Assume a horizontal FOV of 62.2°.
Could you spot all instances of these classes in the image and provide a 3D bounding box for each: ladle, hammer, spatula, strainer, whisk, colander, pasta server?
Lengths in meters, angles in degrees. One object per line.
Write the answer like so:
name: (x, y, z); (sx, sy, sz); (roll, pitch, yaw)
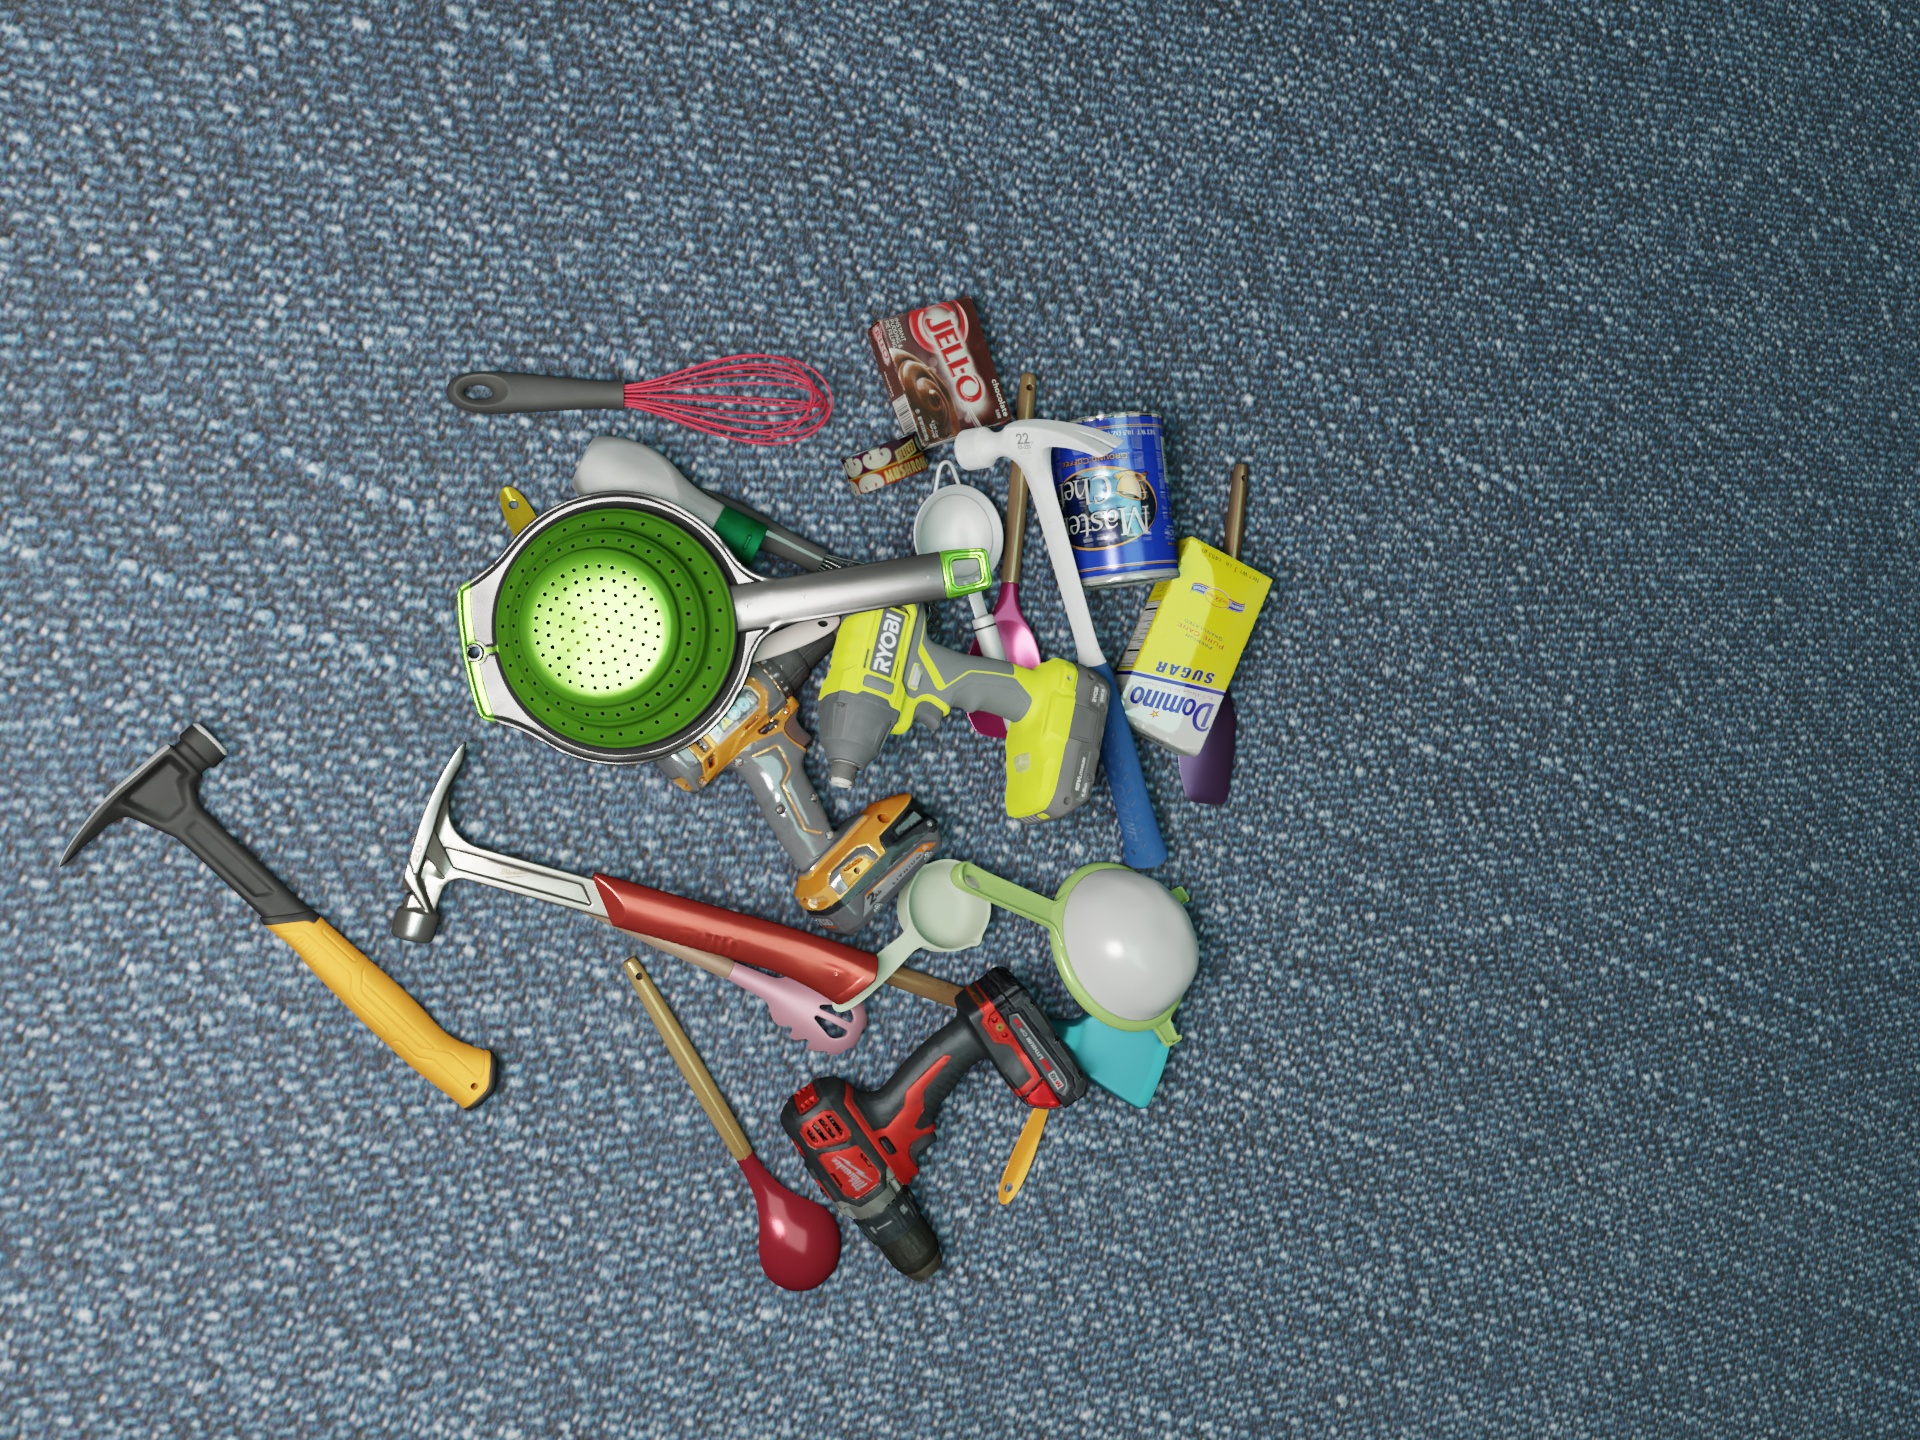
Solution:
ladle: (-0.183, 0.321, 1.257); (0.069, 0.031, 0.315); (-32, 100, -21)
hammer: (0.112, -0.058, 1.334); (0.035, 0.144, 0.405); (-39, 119, -44)
spatula: (0.032, 0.245, 1.346); (0.317, 0.044, 0.082); (22, 83, -21)
strainer: (0.112, 0.164, 1.337); (0.256, 0.069, 0.152); (26, 55, -26)
whisk: (-0.117, -0.127, 1.288); (0.238, 0.055, 0.055); (26, 78, -17)
colander: (-0.172, -0.080, 1.146); (0.397, 0.094, 0.204); (-10, 93, -2)
whisk: (-0.242, -0.250, 1.229); (0.295, 0.073, 0.073); (-2, 90, -18)
hammer: (-0.464, 0.163, 1.128); (0.336, 0.034, 0.127); (48, 70, -16)
pasta server: (-0.207, 0.184, 1.250); (0.316, 0.040, 0.060); (29, 78, -17)
spatula: (0.239, -0.081, 1.461); (0.059, 0.018, 0.316); (9, 86, -23)
strainer: (0.015, -0.089, 1.338); (0.087, 0.050, 0.258); (-20, 94, -28)
hammer: (-0.231, 0.136, 1.202); (0.359, 0.037, 0.149); (18, 87, -15)

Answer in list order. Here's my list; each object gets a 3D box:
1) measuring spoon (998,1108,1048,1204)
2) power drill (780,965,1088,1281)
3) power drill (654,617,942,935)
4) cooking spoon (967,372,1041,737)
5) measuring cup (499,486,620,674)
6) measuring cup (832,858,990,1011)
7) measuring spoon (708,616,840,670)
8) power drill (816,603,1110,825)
measuring spoon: (0.057, 0.361, 1.374); (0.021, 0.011, 0.117); (26, 82, -22)
power drill: (-0.010, 0.329, 1.292); (0.226, 0.080, 0.187); (-34, 103, -7)
power drill: (-0.115, 0.035, 1.268); (0.185, 0.084, 0.226); (-45, 102, -20)
cooking spoon: (0.045, -0.143, 1.374); (0.068, 0.017, 0.319); (6, 86, -8)
measuring cup: (-0.312, -0.106, 1.214); (0.062, 0.029, 0.156); (-27, 88, -18)
measuring cup: (-0.048, 0.182, 1.306); (0.167, 0.038, 0.083); (-40, 97, -24)
measuring spoon: (-0.148, -0.061, 1.227); (0.124, 0.018, 0.034); (-24, 62, -23)
power drill: (-0.002, -0.004, 1.256); (0.223, 0.080, 0.171); (21, 70, -23)
